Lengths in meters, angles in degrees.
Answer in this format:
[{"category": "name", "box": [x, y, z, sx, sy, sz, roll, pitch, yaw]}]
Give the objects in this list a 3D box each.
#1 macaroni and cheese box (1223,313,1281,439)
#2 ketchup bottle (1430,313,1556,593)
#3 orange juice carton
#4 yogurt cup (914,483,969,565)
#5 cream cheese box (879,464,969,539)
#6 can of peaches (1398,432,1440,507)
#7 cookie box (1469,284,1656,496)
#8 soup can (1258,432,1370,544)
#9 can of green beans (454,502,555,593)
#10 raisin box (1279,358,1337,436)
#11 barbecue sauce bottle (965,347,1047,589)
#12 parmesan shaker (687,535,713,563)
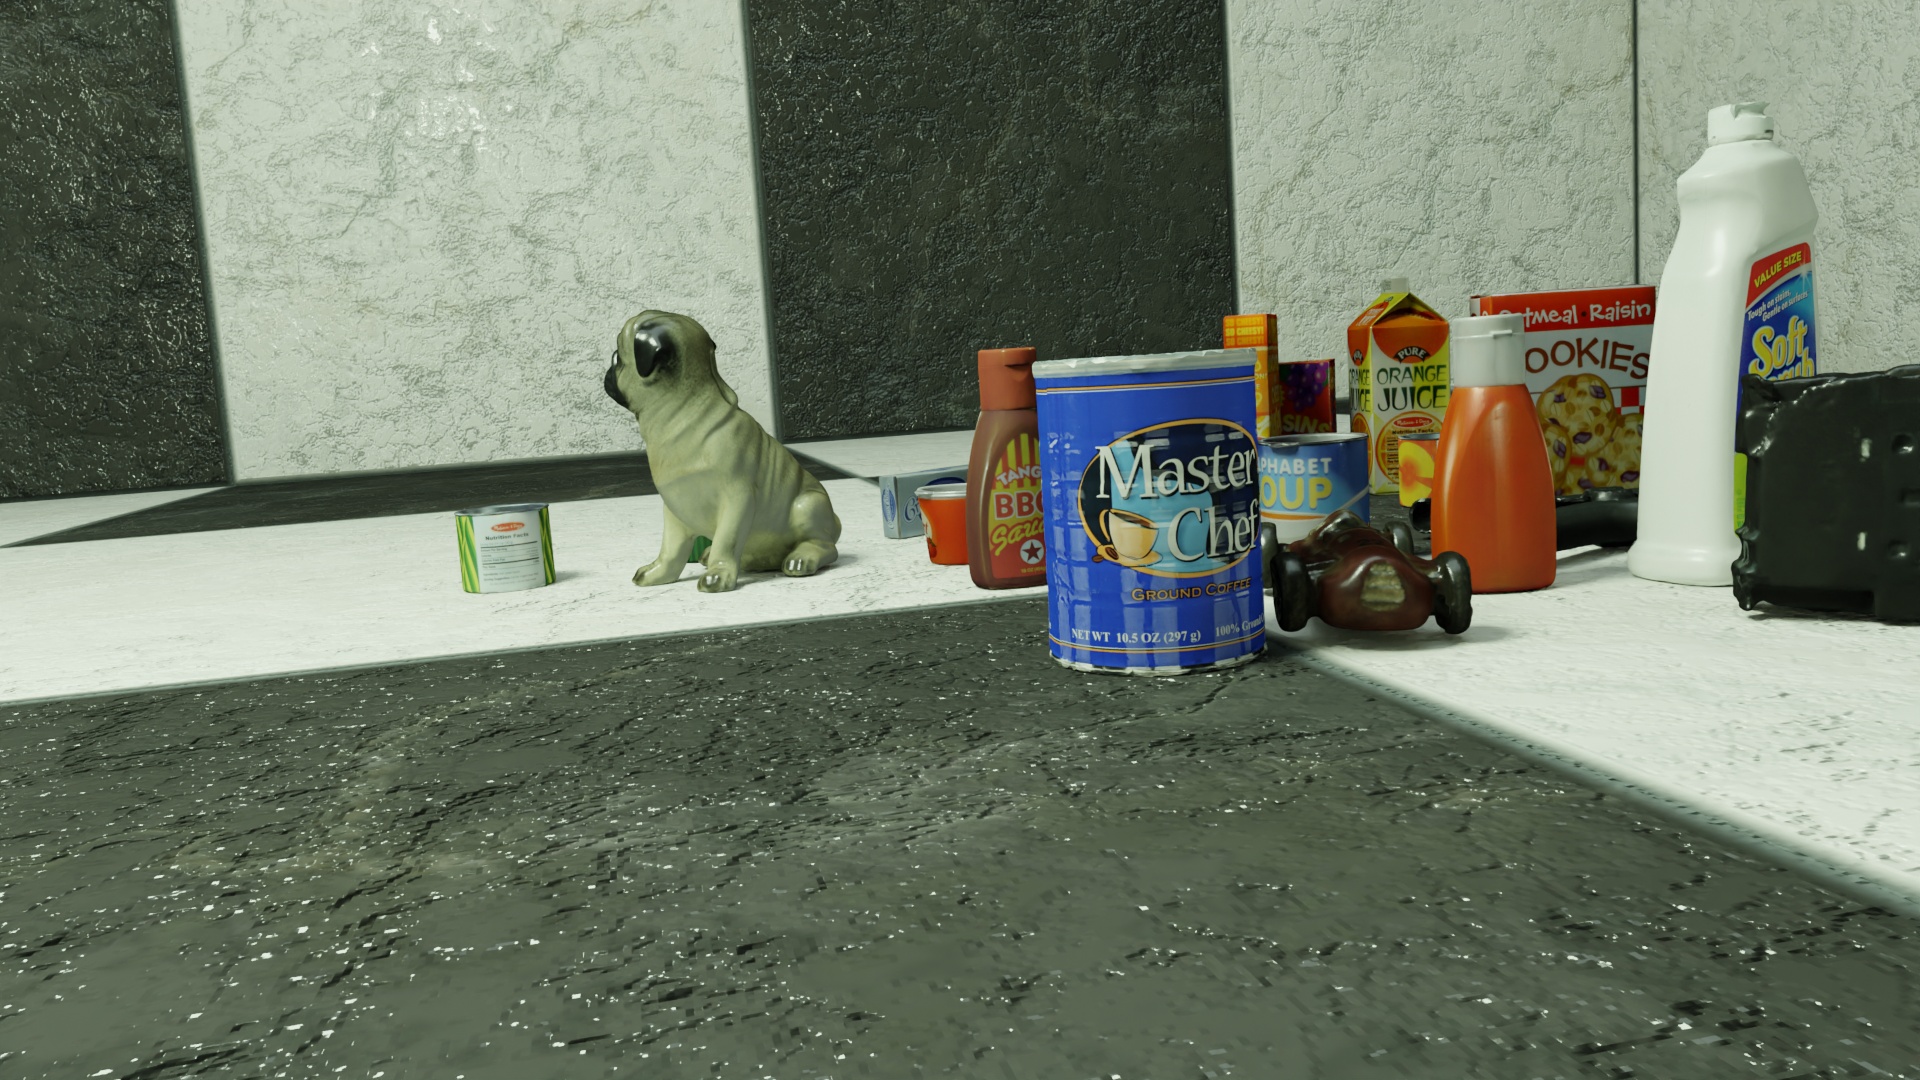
[{"category": "macaroni and cheese box", "box": [0.255, -0.113, 1.210, 0.040, 0.166, 0.124, -2, 7, 17]}, {"category": "ketchup bottle", "box": [0.288, -0.047, 0.754, 0.065, 0.148, 0.043, -4, 7, -2]}, {"category": "orange juice carton", "box": [0.397, -0.141, 1.260, 0.073, 0.192, 0.072, -4, 7, 0]}, {"category": "yogurt cup", "box": [0.004, -0.012, 0.997, 0.072, 0.054, 0.072, -4, 7, 1]}, {"category": "cream cheese box", "box": [-0.021, -0.034, 1.177, 0.104, 0.053, 0.024, -10, 9, -41]}, {"category": "can of peaches", "box": [0.394, -0.058, 1.143, 0.071, 0.058, 0.071, -4, 7, 1]}, {"category": "cookie box", "box": [0.437, -0.099, 1.009, 0.123, 0.167, 0.040, -4, 7, -4]}, {"category": "soup can", "box": [0.213, -0.021, 0.844, 0.071, 0.083, 0.071, -4, 7, 1]}, {"category": "can of green beans", "box": [-0.331, 0.005, 1.012, 0.071, 0.057, 0.071, -4, 7, 1]}, {"category": "raisin box", "box": [0.305, -0.104, 1.289, 0.086, 0.123, 0.040, -1, 7, 23]}, {"category": "barbecue sauce bottle", "box": [0.033, -0.046, 0.873, 0.065, 0.148, 0.043, -6, 7, -20]}, {"category": "parmesan shaker", "box": [-0.202, -0.037, 1.097, 0.071, 0.103, 0.071, -4, 7, 1]}]
